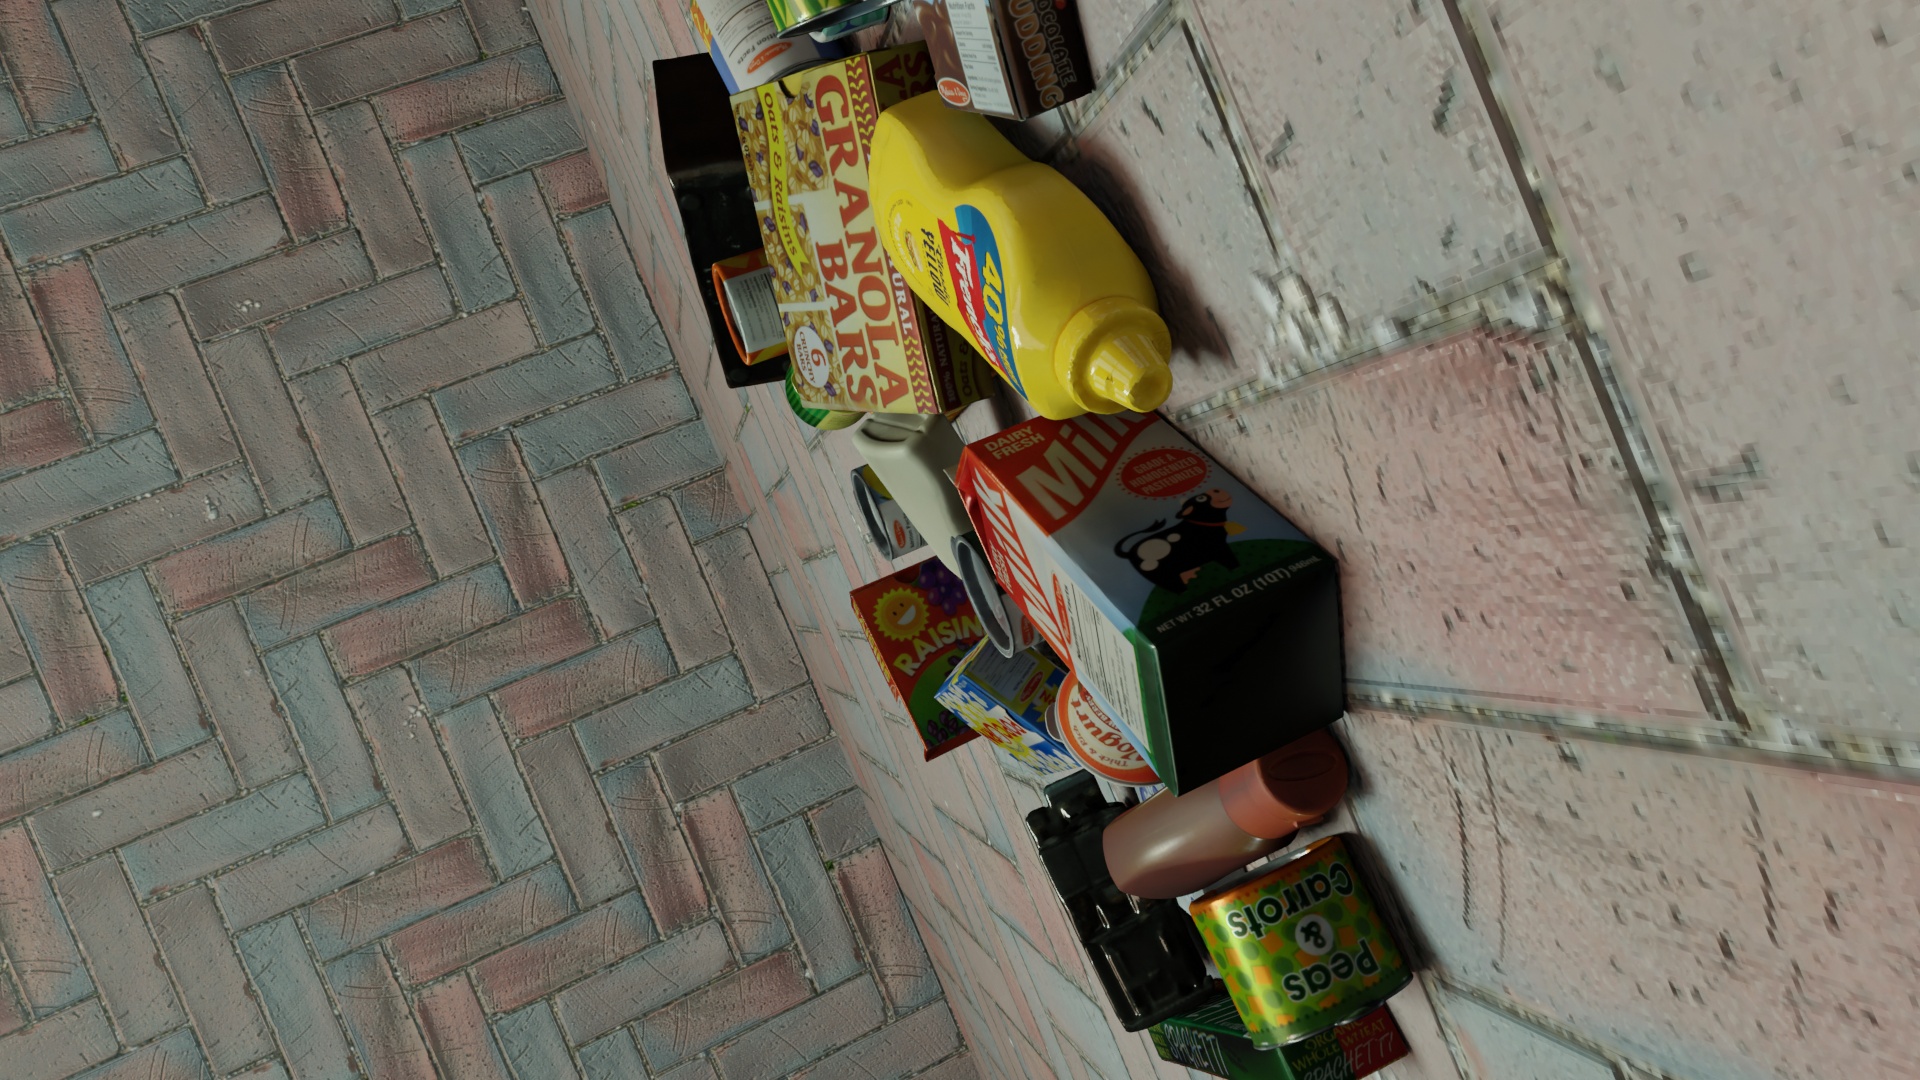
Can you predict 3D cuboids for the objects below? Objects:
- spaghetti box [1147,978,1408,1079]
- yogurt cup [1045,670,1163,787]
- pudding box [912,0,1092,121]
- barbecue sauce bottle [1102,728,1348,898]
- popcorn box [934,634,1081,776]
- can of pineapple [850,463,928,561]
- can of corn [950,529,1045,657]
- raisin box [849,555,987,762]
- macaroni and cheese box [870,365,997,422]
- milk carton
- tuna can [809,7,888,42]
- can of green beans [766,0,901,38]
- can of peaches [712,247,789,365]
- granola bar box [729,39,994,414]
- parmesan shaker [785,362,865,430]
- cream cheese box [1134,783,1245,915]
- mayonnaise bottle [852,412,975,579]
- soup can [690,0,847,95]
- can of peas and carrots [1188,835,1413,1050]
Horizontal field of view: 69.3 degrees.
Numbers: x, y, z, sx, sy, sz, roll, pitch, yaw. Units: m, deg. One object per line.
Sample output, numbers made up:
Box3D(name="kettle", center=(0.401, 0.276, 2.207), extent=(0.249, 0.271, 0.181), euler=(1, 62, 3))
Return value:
Box3D(name="spaghetti box", center=(0.141, 0.239, 0.675), extent=(0.249, 0.050, 0.029), euler=(110, 137, -73))
Box3D(name="yogurt cup", center=(0.078, 0.065, 0.600), extent=(0.072, 0.072, 0.053), euler=(60, 158, 30))
Box3D(name="pudding box", center=(0.013, -0.183, 0.503), extent=(0.084, 0.030, 0.049), euler=(44, 155, 62))
Box3D(name="barbecue sauce bottle", center=(0.108, 0.111, 0.564), extent=(0.148, 0.065, 0.044), euler=(117, 141, -63))
Box3D(name="popcorn box", center=(0.035, 0.097, 0.814), extent=(0.085, 0.038, 0.126), euler=(37, 165, 1))
Box3D(name="can of pineapple", center=(-0.035, -0.028, 0.921), extent=(0.071, 0.058, 0.071), euler=(159, 89, -78))
Box3D(name="can of corn", center=(0.036, 0.015, 0.698), extent=(0.071, 0.058, 0.071), euler=(61, 167, 26))
Box3D(name="raisin box", center=(-0.013, 0.076, 0.952), extent=(0.040, 0.086, 0.123), euler=(94, 150, -68))
Box3D(name="macaroni and cheese box", center=(-0.036, -0.125, 0.793), extent=(0.166, 0.040, 0.123), euler=(149, 99, -77))
Box3D(name="milk carton", center=(0.061, 0.002, 0.536), extent=(0.191, 0.072, 0.073), euler=(50, 159, 51))
Box3D(name="tuna can", center=(-0.062, -0.273, 0.653), extent=(0.071, 0.033, 0.070), euler=(61, 167, 25))
Box3D(name="can of green beans", center=(-0.055, -0.251, 0.585), extent=(0.071, 0.071, 0.057), euler=(-148, 37, -69))
Box3D(name="can of peaches", center=(-0.115, -0.147, 0.855), extent=(0.071, 0.058, 0.071), euler=(160, 89, -77))
Box3D(name="granola bar box", center=(-0.050, -0.146, 0.678), extent=(0.124, 0.039, 0.165), euler=(8, 115, 52))
Box3D(name="parmesan shaker", center=(-0.088, -0.113, 0.963), extent=(0.071, 0.071, 0.103), euler=(67, 168, -2))
Box3D(name="cream cheese box", center=(0.111, 0.140, 0.684), extent=(0.053, 0.024, 0.103), euler=(-165, 53, -76))
Box3D(name="mayonnaise bottle", center=(0.003, -0.009, 0.749), extent=(0.065, 0.041, 0.147), euler=(19, 151, 53))
Box3D(name="soup can", center=(-0.100, -0.266, 0.754), extent=(0.071, 0.071, 0.084), euler=(99, 146, -68))
Box3D(name="can of peas and carrots", center=(0.129, 0.152, 0.529), extent=(0.070, 0.071, 0.059), euler=(106, 140, -71))
